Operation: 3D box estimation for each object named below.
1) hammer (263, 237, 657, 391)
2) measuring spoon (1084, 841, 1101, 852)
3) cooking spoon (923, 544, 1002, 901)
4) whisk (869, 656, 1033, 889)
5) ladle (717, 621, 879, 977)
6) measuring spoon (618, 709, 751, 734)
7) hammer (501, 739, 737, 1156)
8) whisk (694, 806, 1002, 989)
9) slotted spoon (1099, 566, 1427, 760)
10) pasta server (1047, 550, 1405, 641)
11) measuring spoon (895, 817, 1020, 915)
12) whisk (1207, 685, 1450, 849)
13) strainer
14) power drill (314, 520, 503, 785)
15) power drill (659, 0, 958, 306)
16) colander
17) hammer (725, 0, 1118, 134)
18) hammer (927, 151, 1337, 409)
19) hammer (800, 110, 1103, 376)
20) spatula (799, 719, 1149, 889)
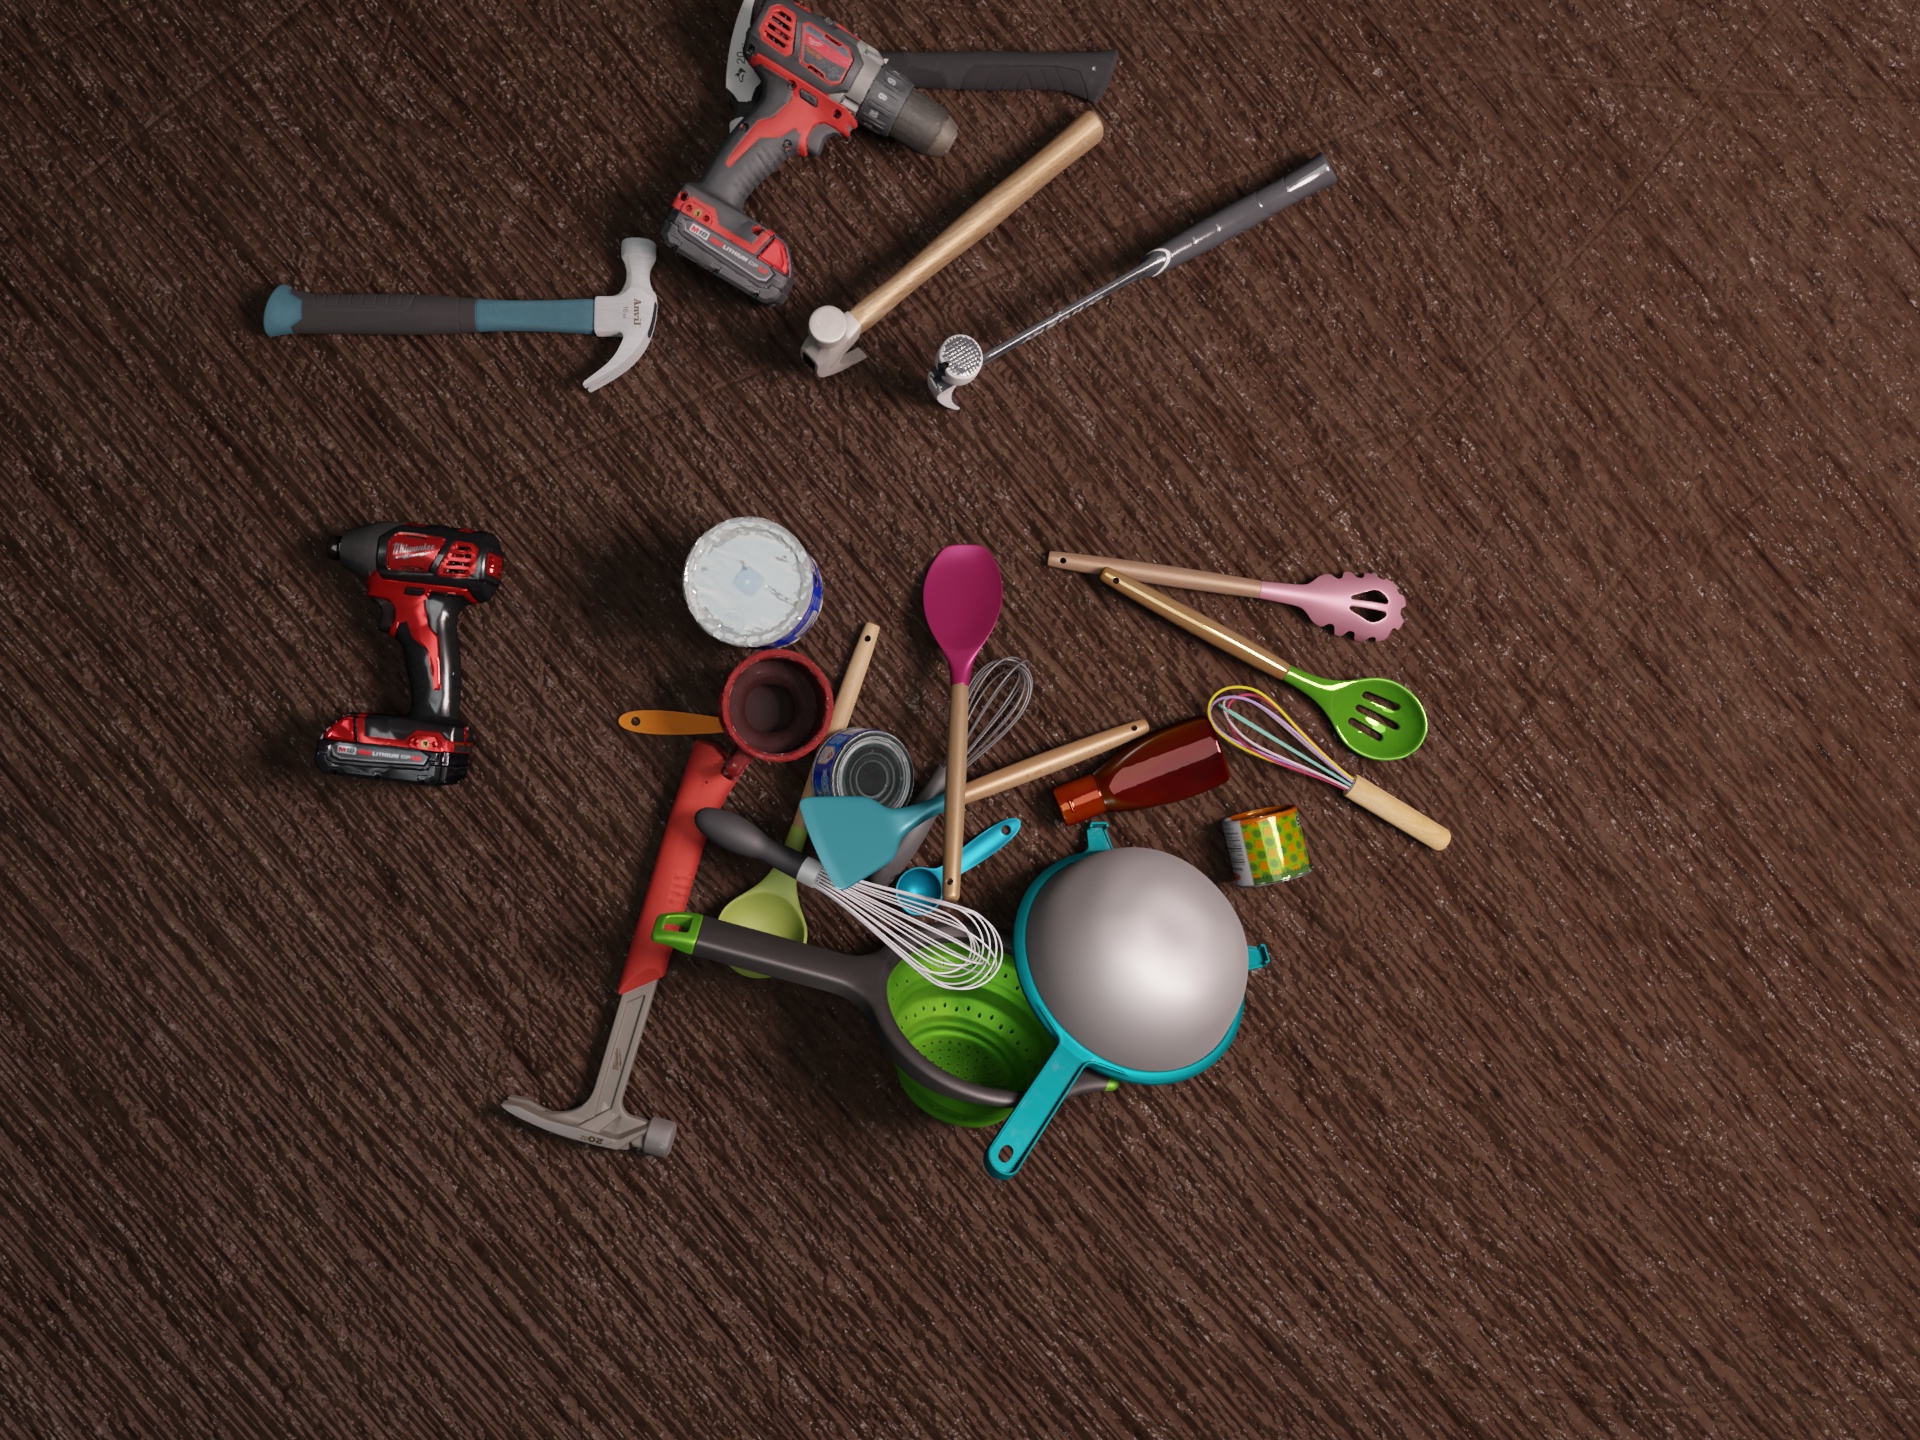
[{"bbox_3d":[-0.426,-0.348,1.361,0.331,0.033,0.128,0,90,-1],"label":"hammer"},{"bbox_3d":[0.118,0.169,1.394,0.034,0.018,0.124,-1,84,1],"label":"measuring spoon"},{"bbox_3d":[-0.002,-0.004,1.332,0.069,0.017,0.319,1,69,5],"label":"cooking spoon"},{"bbox_3d":[-0.010,0.046,1.372,0.055,0.055,0.239,33,94,-2],"label":"whisk"},{"bbox_3d":[-0.129,0.067,1.365,0.078,0.062,0.320,20,88,-1],"label":"ladle"},{"bbox_3d":[-0.239,0.003,1.384,0.117,0.011,0.021,3,88,2],"label":"measuring spoon"},{"bbox_3d":[-0.274,0.189,1.373,0.149,0.037,0.359,17,91,-2],"label":"hammer"},{"bbox_3d":[-0.095,0.139,1.314,0.284,0.070,0.070,26,91,8],"label":"whisk"},{"bbox_3d":[0.260,-0.056,1.376,0.313,0.031,0.070,28,99,-4],"label":"slotted spoon"},{"bbox_3d":[0.232,-0.117,1.384,0.316,0.040,0.060,9,91,3],"label":"pasta server"},{"bbox_3d":[-0.002,0.123,1.390,0.128,0.021,0.042,-34,97,-9],"label":"measuring spoon"},{"bbox_3d":[0.322,0.042,1.380,0.245,0.051,0.047,31,85,-5],"label":"whisk"},{"bbox_3d":[0.123,0.218,1.257,0.211,0.095,0.340,38,50,5],"label":"strainer"},{"bbox_3d":[-0.474,-0.059,1.346,0.143,0.078,0.220,7,88,-1],"label":"power drill"},{"bbox_3d":[-0.128,-0.458,1.322,0.187,0.080,0.226,29,99,-11],"label":"power drill"},{"bbox_3d":[-0.068,0.247,1.320,0.397,0.205,0.094,16,122,-7],"label":"colander"},{"bbox_3d":[-0.032,-0.564,1.364,0.334,0.035,0.146,0,92,-1],"label":"hammer"},{"bbox_3d":[0.147,-0.374,1.341,0.409,0.149,0.036,-31,92,-10],"label":"hammer"},{"bbox_3d":[-0.006,-0.403,1.340,0.331,0.130,0.031,-42,92,-11],"label":"hammer"},{"bbox_3d":[0.022,0.055,1.337,0.317,0.044,0.082,-21,75,-16],"label":"spatula"}]
